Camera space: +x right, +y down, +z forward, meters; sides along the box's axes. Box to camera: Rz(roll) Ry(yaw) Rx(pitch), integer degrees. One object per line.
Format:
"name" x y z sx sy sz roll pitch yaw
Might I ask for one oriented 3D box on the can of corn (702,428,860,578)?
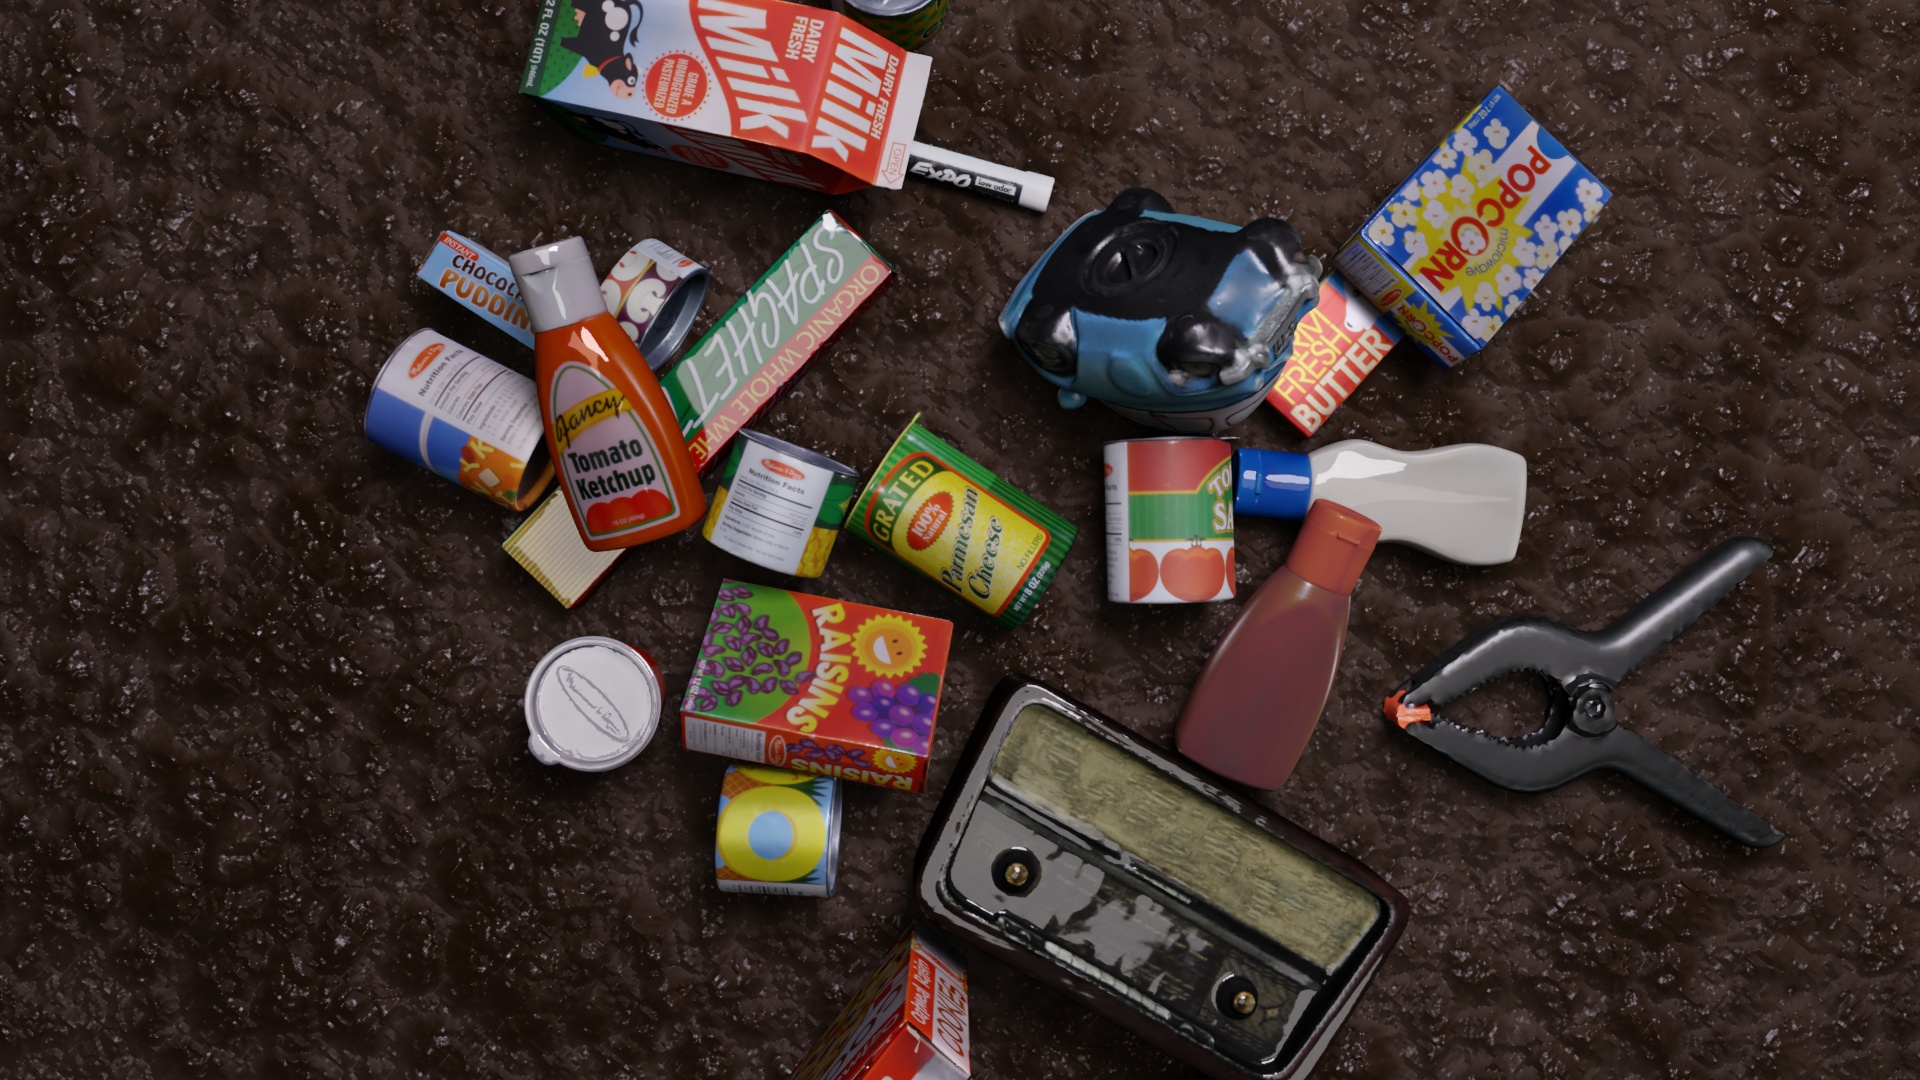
"can of corn" -0.092 -0.019 0.715 0.071 0.071 0.058 21 95 0

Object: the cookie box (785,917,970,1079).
"cookie box" -0.049 0.259 0.661 0.040 0.167 0.123 39 89 0

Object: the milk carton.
"milk carton" -0.113 -0.229 0.701 0.191 0.073 0.072 13 89 8

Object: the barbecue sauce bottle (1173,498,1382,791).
"barbecue sauce bottle" 0.166 0.052 0.710 0.065 0.044 0.148 22 104 -1

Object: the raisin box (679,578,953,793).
"raisin box" -0.071 0.074 0.706 0.123 0.039 0.086 10 49 0

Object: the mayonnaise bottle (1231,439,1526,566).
"mayonnaise bottle" 0.217 -0.024 0.732 0.148 0.041 0.064 6 93 1

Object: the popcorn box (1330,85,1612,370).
"popcorn box" 0.264 -0.161 0.719 0.085 0.038 0.127 44 73 0

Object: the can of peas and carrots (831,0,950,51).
"can of peas and carrots" -0.034 -0.294 0.722 0.071 0.059 0.071 0 90 -1

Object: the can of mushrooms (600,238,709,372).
"can of mushrooms" -0.162 -0.118 0.715 0.033 0.071 0.071 32 89 0

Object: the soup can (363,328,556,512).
"soup can" -0.250 -0.060 0.715 0.084 0.071 0.071 27 89 -1

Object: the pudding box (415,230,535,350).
"pudding box" -0.232 -0.125 0.722 0.084 0.049 0.030 32 91 0

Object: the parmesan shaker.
"parmesan shaker" 0.003 -0.009 0.715 0.103 0.071 0.071 32 89 0

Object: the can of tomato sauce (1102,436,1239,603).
"can of tomato sauce" 0.110 -0.011 0.717 0.071 0.071 0.083 -2 90 -1

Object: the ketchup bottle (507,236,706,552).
"ketchup bottle" -0.176 -0.071 0.676 0.065 0.044 0.148 -14 106 9

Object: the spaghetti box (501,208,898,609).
"spaghetti box" -0.136 -0.070 0.733 0.050 0.028 0.250 44 89 -1

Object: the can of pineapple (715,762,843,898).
"can of pineapple" -0.092 0.146 0.713 0.058 0.071 0.071 3 90 0

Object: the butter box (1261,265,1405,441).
"butter box" 0.199 -0.108 0.740 0.053 0.024 0.103 42 89 0

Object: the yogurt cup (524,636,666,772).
"yogurt cup" -0.184 0.082 0.718 0.072 0.054 0.072 0 90 -1
